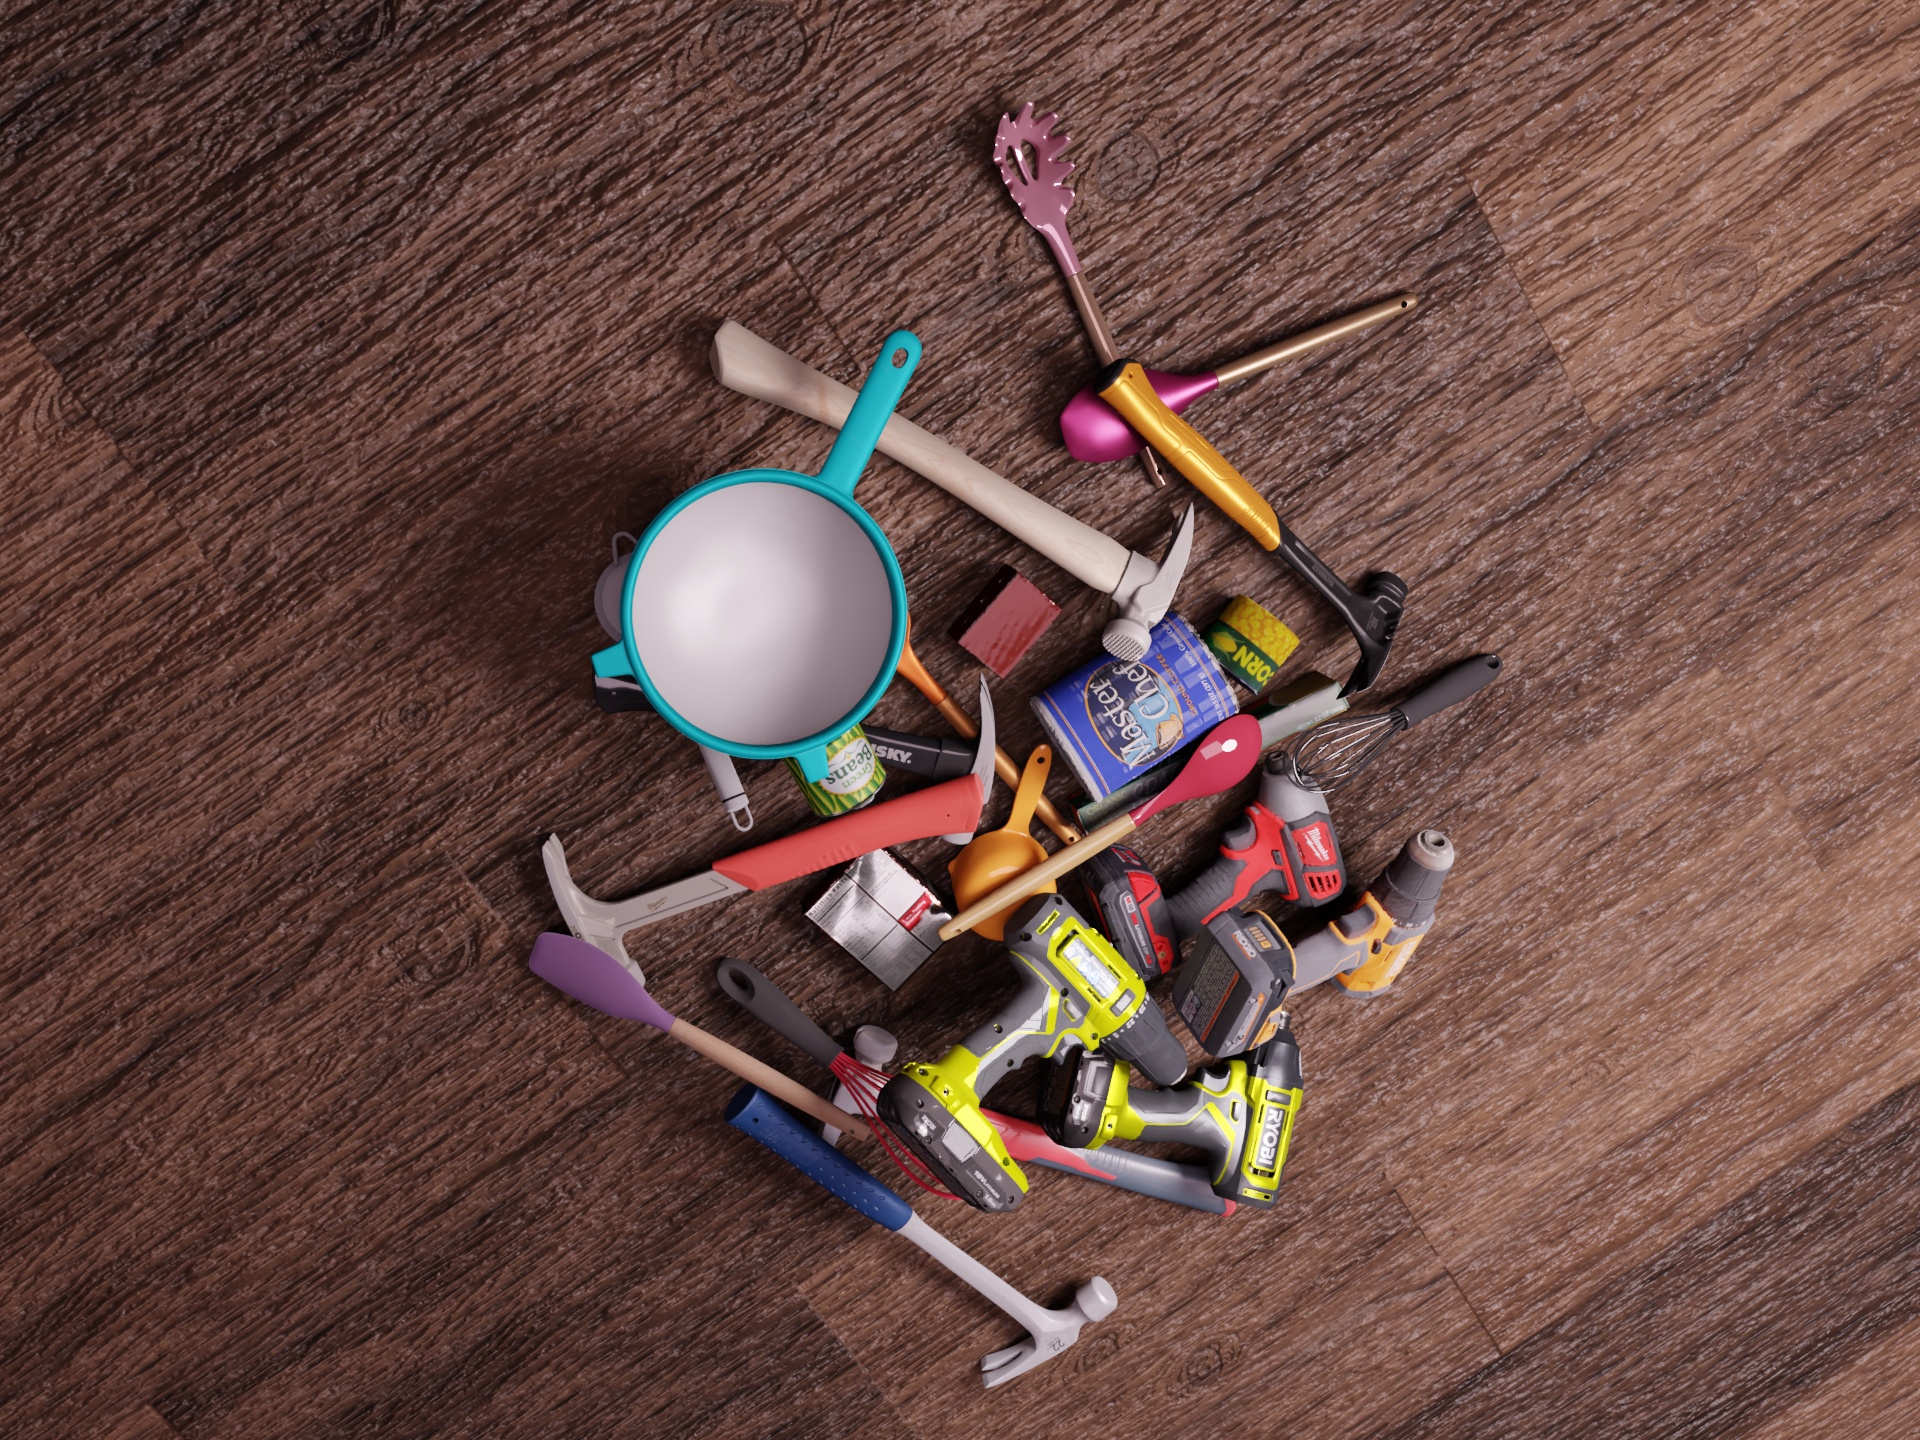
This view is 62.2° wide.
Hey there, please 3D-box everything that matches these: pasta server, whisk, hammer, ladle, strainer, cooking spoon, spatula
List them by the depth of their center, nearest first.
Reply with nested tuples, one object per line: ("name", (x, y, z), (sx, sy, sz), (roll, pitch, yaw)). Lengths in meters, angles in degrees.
("strainer", (-0.124, -0.138, 1.198), (0.211, 0.095, 0.340), (28, 85, -18))
("strainer", (-0.214, -0.034, 1.236), (0.087, 0.050, 0.258), (-23, 88, -17))
("hammer", (-0.006, -0.206, 1.257), (0.410, 0.038, 0.146), (29, 64, -7))
("pasta server", (0.103, -0.329, 1.260), (0.060, 0.040, 0.316), (-29, 107, -10))
("hammer", (0.230, -0.162, 1.275), (0.336, 0.034, 0.127), (40, 56, -19))
("cooking spoon", (0.228, -0.286, 1.286), (0.319, 0.017, 0.068), (-23, 110, -8))
("hammer", (-0.132, 0.000, 1.287), (0.334, 0.035, 0.146), (13, 117, -7))
("hammer", (-0.153, 0.107, 1.295), (0.359, 0.037, 0.149), (-20, 106, 7))
("ladle", (0.117, 0.093, 1.301), (0.315, 0.031, 0.069), (-32, 134, 0))
("spatula", (-0.213, 0.260, 1.302), (0.316, 0.018, 0.059), (29, 118, 3))
("spatula", (-0.002, -0.004, 1.328), (0.081, 0.041, 0.322), (-42, 109, 3))
("whisk", (-0.091, 0.297, 1.330), (0.296, 0.073, 0.073), (38, 95, 7))
("whisk", (0.370, -0.004, 1.348), (0.239, 0.055, 0.055), (-26, 106, -21))
("hammer", (-0.047, 0.446, 1.388), (0.144, 0.035, 0.405), (-43, 111, 12))
("hammer", (0.064, 0.392, 1.421), (0.386, 0.038, 0.143), (20, 101, -12))

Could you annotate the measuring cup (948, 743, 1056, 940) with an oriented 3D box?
("measuring cup", (0.049, 0.106, 1.329), (0.095, 0.052, 0.173), (12, 112, -11))

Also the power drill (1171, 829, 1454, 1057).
("power drill", (0.303, 0.180, 1.323), (0.226, 0.084, 0.185), (-13, 140, -28))

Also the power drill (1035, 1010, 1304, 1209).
("power drill", (0.191, 0.318, 1.393), (0.223, 0.080, 0.171), (18, 78, -15))

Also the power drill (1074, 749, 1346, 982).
("power drill", (0.216, 0.122, 1.358), (0.219, 0.079, 0.143), (-23, 114, -6))

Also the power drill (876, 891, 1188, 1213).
("power drill", (0.063, 0.279, 1.278), (0.228, 0.080, 0.190), (-45, 99, -19))
